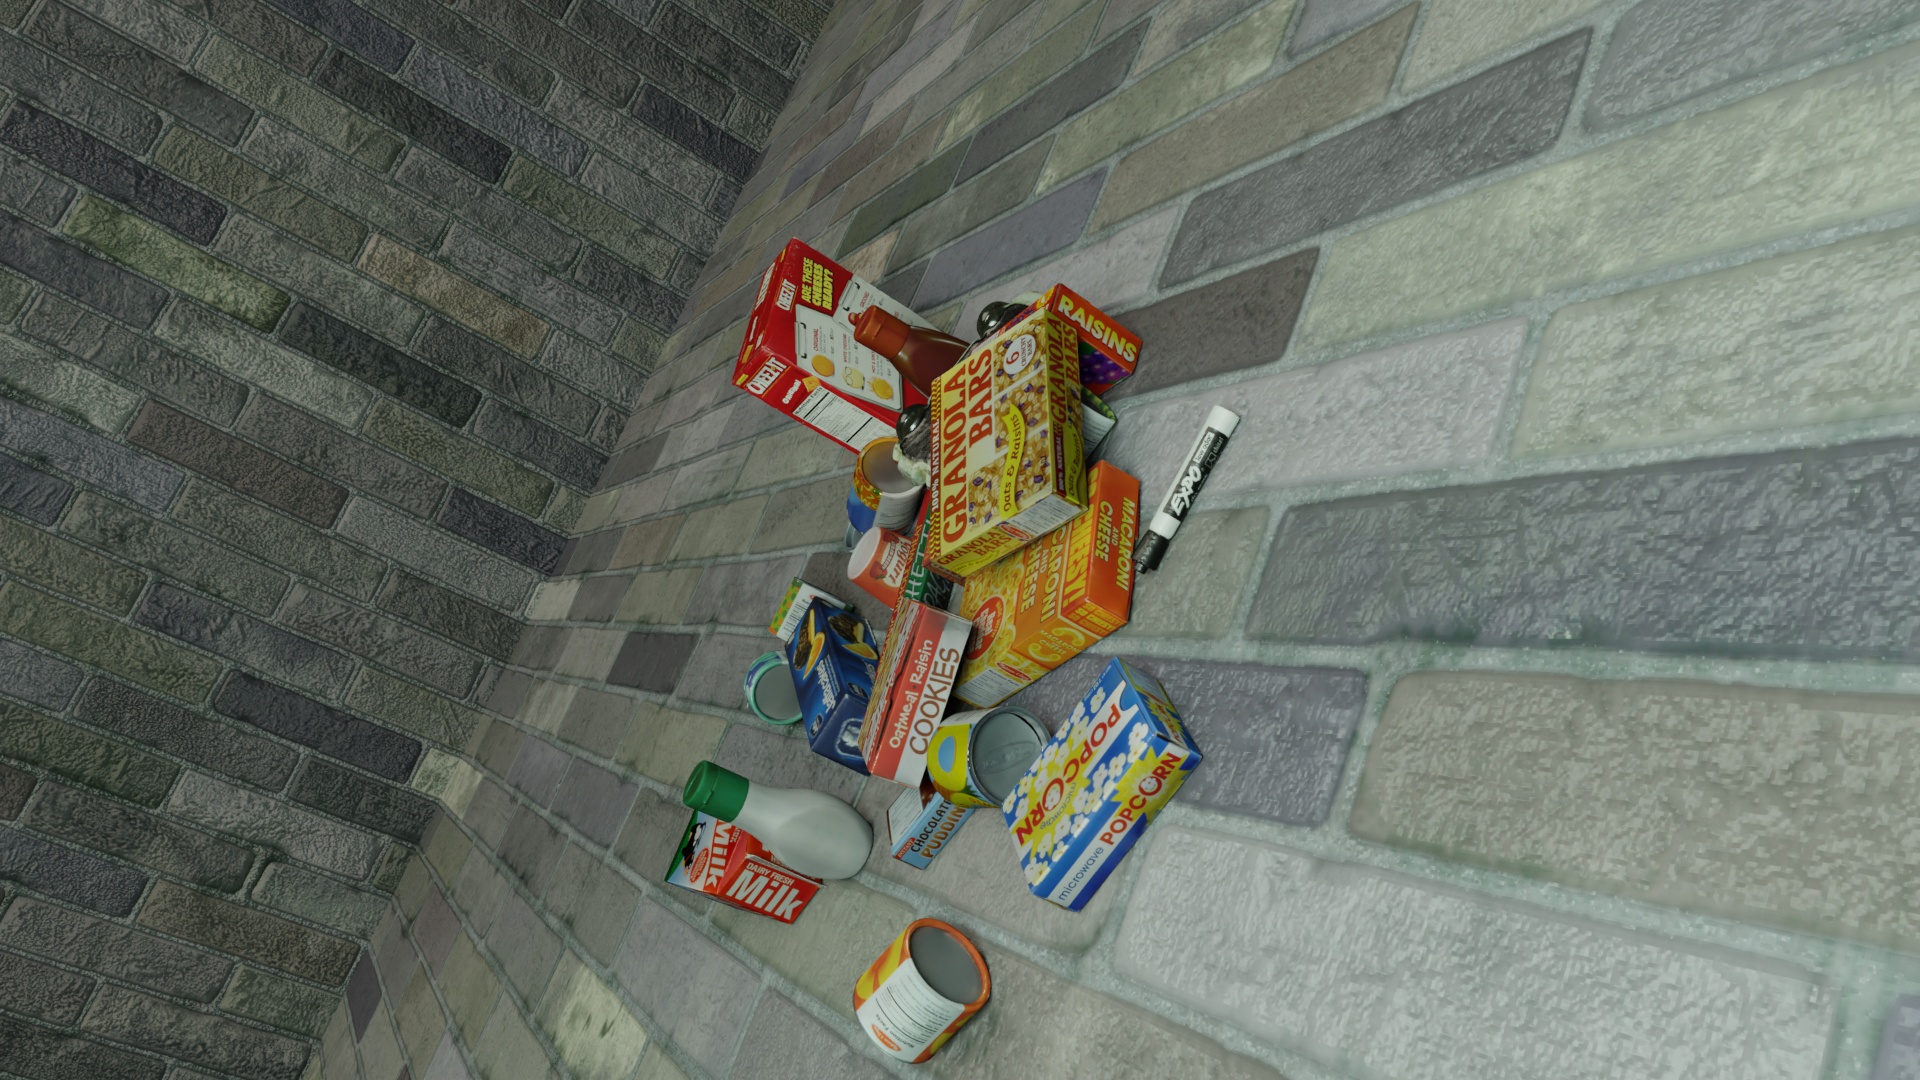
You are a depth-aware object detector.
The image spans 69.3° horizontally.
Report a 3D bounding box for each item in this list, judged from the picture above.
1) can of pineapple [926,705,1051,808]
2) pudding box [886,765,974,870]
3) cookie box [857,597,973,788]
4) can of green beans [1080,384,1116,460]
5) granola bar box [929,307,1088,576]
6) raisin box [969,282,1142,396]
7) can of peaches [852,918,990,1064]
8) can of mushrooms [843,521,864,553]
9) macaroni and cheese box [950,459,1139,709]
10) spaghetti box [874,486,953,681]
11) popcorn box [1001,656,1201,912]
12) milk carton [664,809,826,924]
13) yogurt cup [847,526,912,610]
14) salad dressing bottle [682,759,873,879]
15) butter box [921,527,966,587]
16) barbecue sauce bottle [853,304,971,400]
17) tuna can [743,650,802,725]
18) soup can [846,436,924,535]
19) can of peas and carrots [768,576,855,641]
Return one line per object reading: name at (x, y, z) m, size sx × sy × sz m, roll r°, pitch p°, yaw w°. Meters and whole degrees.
can of pineapple at (0.019, 0.146, 0.917) m, size 0.057 × 0.071 × 0.071 m, roll -20°, pitch 46°, yaw 58°
pudding box at (-0.018, 0.187, 0.991) m, size 0.083 × 0.030 × 0.050 m, roll -53°, pitch 23°, yaw 20°
cookie box at (-0.038, 0.108, 1.033) m, size 0.167 × 0.040 × 0.123 m, roll 176°, pitch 111°, yaw -82°
can of green beans at (0.077, -0.089, 1.064) m, size 0.057 × 0.071 × 0.071 m, roll -53°, pitch 24°, yaw 18°
granola bar box at (0.032, -0.071, 1.014) m, size 0.124 × 0.039 × 0.166 m, roll -30°, pitch 47°, yaw 37°
raisin box at (0.072, -0.143, 1.111) m, size 0.123 × 0.086 × 0.040 m, roll -31°, pitch 33°, yaw 51°
can of peaches at (-0.023, 0.275, 0.857) m, size 0.058 × 0.071 × 0.071 m, roll -51°, pitch 25°, yaw 24°
can of mushrooms at (-0.082, -0.015, 1.356) m, size 0.070 × 0.033 × 0.071 m, roll -47°, pitch 26°, yaw 32°
macaroni and cheese box at (0.059, 0.034, 0.993) m, size 0.165 × 0.040 × 0.124 m, roll -38°, pitch 32°, yaw 44°
spaghetti box at (-0.023, 0.014, 1.204) m, size 0.050 × 0.028 × 0.251 m, roll -33°, pitch 35°, yaw 50°
popcorn box at (0.080, 0.144, 0.825) m, size 0.126 × 0.038 × 0.085 m, roll -55°, pitch 22°, yaw 16°
milk carton at (-0.180, 0.274, 1.177) m, size 0.190 × 0.072 × 0.073 m, roll -15°, pitch 50°, yaw 60°
yogurt cup at (-0.065, 0.022, 1.250) m, size 0.072 × 0.054 × 0.073 m, roll -47°, pitch 26°, yaw 31°
salad dressing bottle at (-0.139, 0.212, 1.065) m, size 0.064 × 0.147 × 0.044 m, roll -59°, pitch 23°, yaw 5°
butter box at (0.004, -0.014, 1.148) m, size 0.024 × 0.053 × 0.104 m, roll -36°, pitch 33°, yaw 49°
barbecue sauce bottle at (-0.025, -0.161, 1.255) m, size 0.065 × 0.148 × 0.044 m, roll -59°, pitch 23°, yaw 7°
tuna can at (-0.173, 0.142, 1.321) m, size 0.071 × 0.071 × 0.033 m, roll -61°, pitch 23°, yaw 1°
soup can at (-0.070, -0.050, 1.287) m, size 0.083 × 0.071 × 0.072 m, roll 111°, pitch 174°, yaw -60°
can of peas and carrots at (-0.144, 0.075, 1.342) m, size 0.059 × 0.071 × 0.071 m, roll -64°, pitch 23°, yaw -4°
